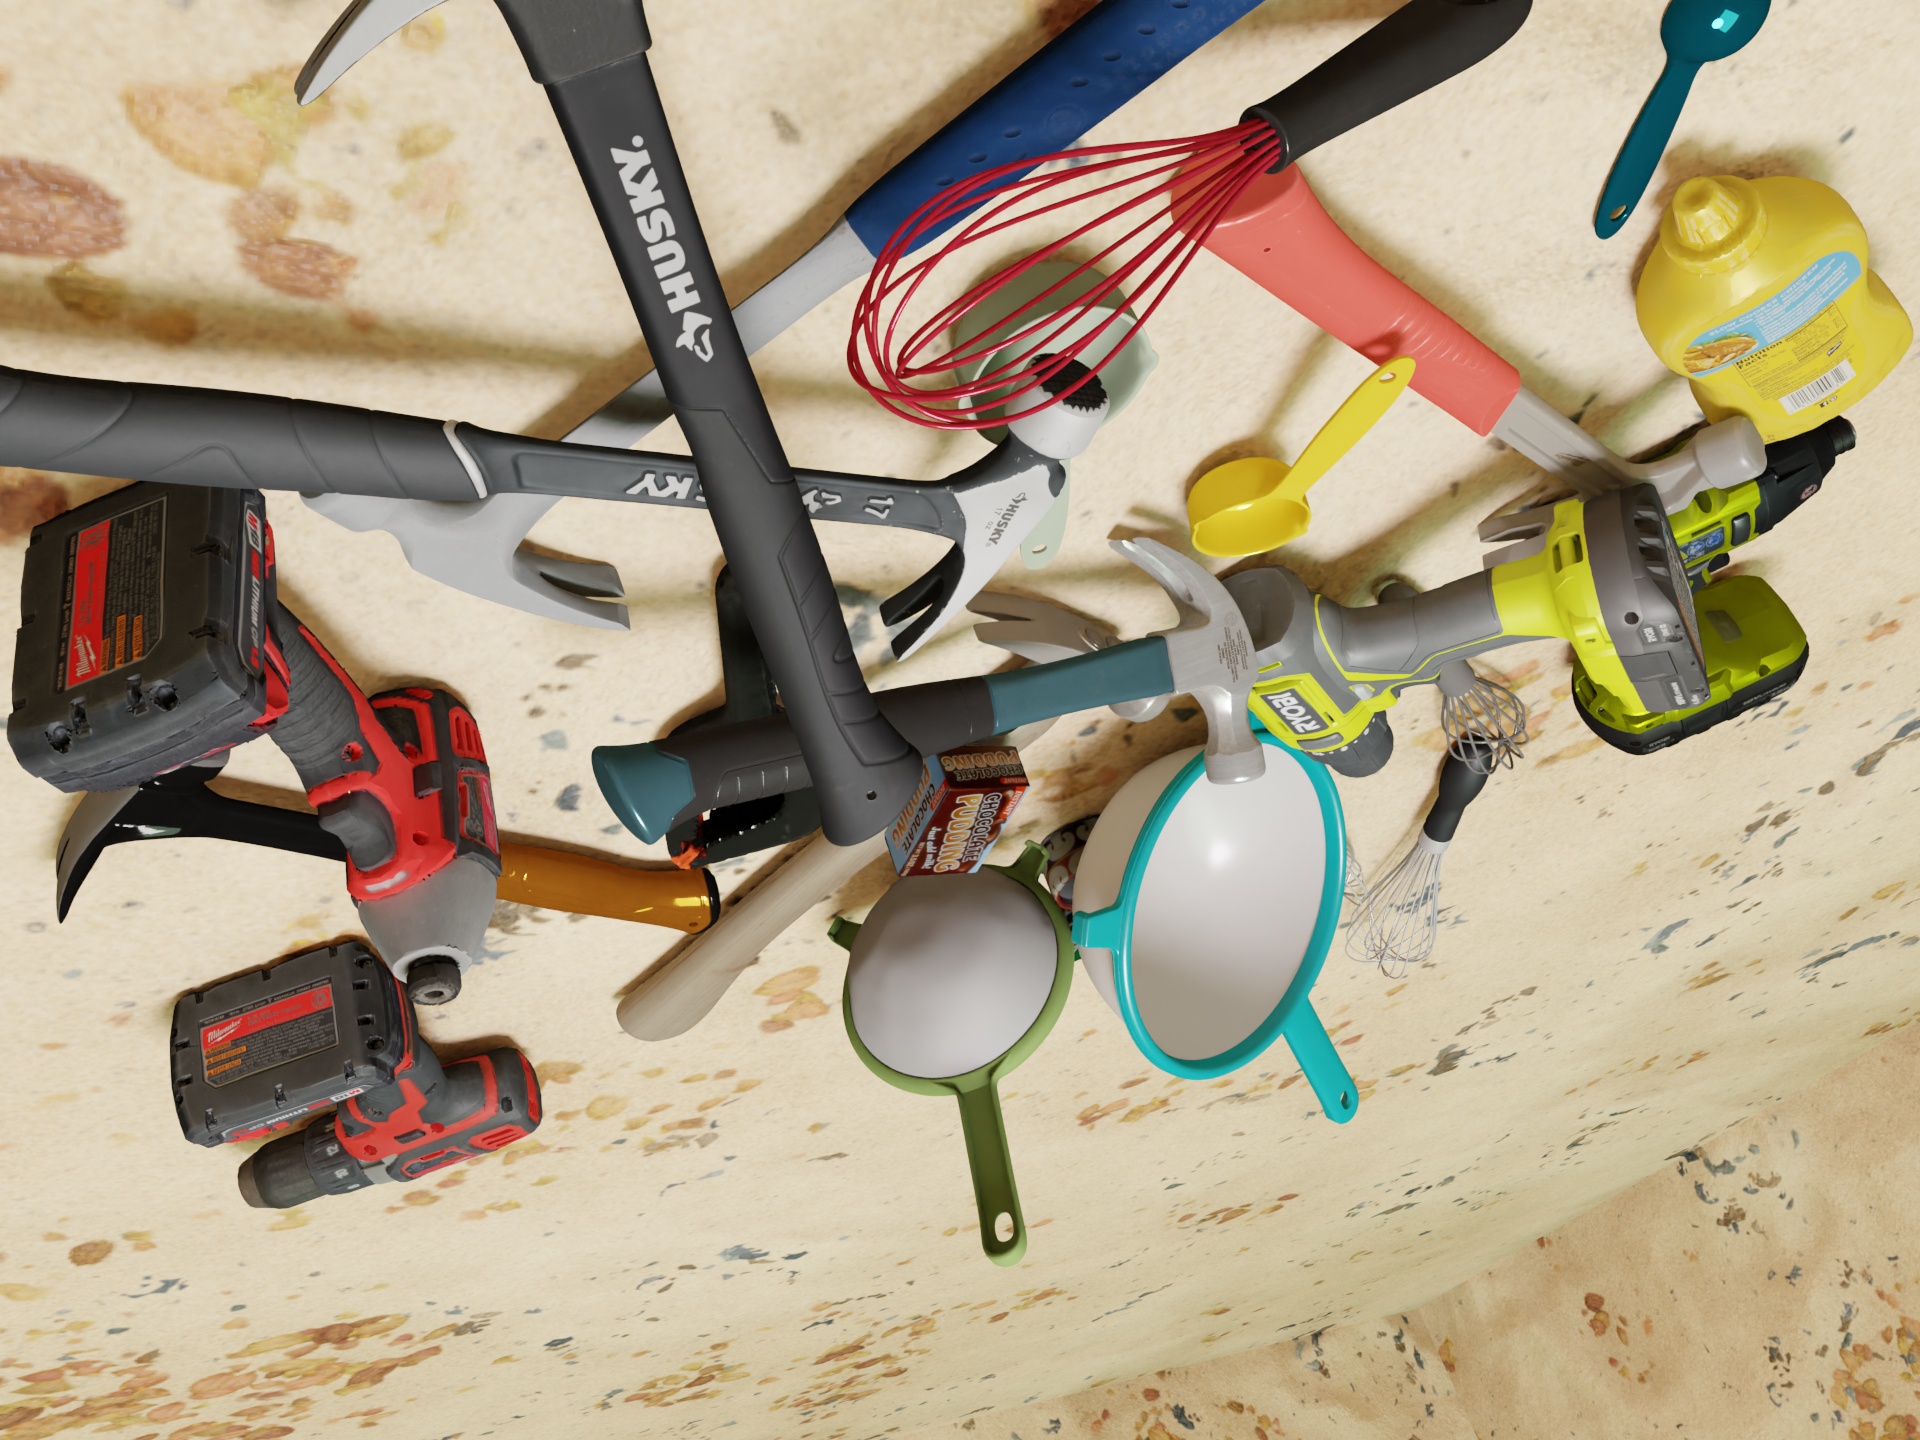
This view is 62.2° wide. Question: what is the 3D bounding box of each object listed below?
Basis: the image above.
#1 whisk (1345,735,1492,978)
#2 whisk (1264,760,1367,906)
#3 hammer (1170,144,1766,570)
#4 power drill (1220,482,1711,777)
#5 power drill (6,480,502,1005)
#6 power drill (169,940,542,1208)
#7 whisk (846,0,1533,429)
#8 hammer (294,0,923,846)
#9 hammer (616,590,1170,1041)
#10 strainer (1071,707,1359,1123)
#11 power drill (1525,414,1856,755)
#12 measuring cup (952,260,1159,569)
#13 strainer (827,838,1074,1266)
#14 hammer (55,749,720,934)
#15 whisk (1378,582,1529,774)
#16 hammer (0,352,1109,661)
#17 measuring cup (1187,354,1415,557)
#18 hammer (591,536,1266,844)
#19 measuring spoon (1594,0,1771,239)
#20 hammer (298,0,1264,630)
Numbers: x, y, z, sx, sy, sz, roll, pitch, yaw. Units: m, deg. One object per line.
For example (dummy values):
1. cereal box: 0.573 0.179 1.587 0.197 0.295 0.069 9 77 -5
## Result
1. whisk: 0.342 0.105 1.177 0.070 0.070 0.284 -13 142 -13
2. whisk: 0.237 0.075 1.084 0.059 0.058 0.246 -54 146 -11
3. hammer: 0.212 -0.151 0.709 0.358 0.037 0.149 18 152 -40
4. power drill: 0.263 -0.033 0.842 0.228 0.080 0.190 -13 149 29
5. power drill: -0.250 0.015 0.612 0.078 0.143 0.219 -21 146 5
6. power drill: -0.367 0.222 0.924 0.188 0.080 0.226 -19 151 -2
7. whisk: 0.085 -0.182 0.522 0.296 0.073 0.073 -35 152 -18
8. hammer: -0.080 -0.091 0.515 0.146 0.035 0.334 -24 125 -10
9. hammer: -0.073 0.072 0.901 0.146 0.038 0.410 19 131 -44
10. strainer: 0.163 0.144 0.998 0.211 0.095 0.340 -51 130 -22
11. power drill: 0.429 -0.080 0.927 0.171 0.080 0.223 -26 145 9
12. measuring cup: 0.033 -0.124 0.667 0.083 0.038 0.167 -15 152 -9
13. strainer: -0.005 0.177 0.901 0.151 0.257 0.069 -23 138 12
14. hammer: -0.261 0.075 0.797 0.127 0.034 0.336 -40 144 27
15. whisk: 0.298 -0.024 0.967 0.055 0.055 0.238 -32 142 18
16. hammer: -0.151 -0.085 0.550 0.408 0.036 0.149 1 142 -29
17. measuring cup: 0.153 -0.124 0.715 0.062 0.029 0.156 1 154 -23
18. hammer: -0.001 -0.002 0.714 0.331 0.128 0.033 -13 -172 -28
19. measuring spoon: 0.290 -0.244 0.644 0.042 0.021 0.128 -12 146 -13
20. hammer: -0.039 -0.162 0.565 0.405 0.035 0.144 -32 146 17
